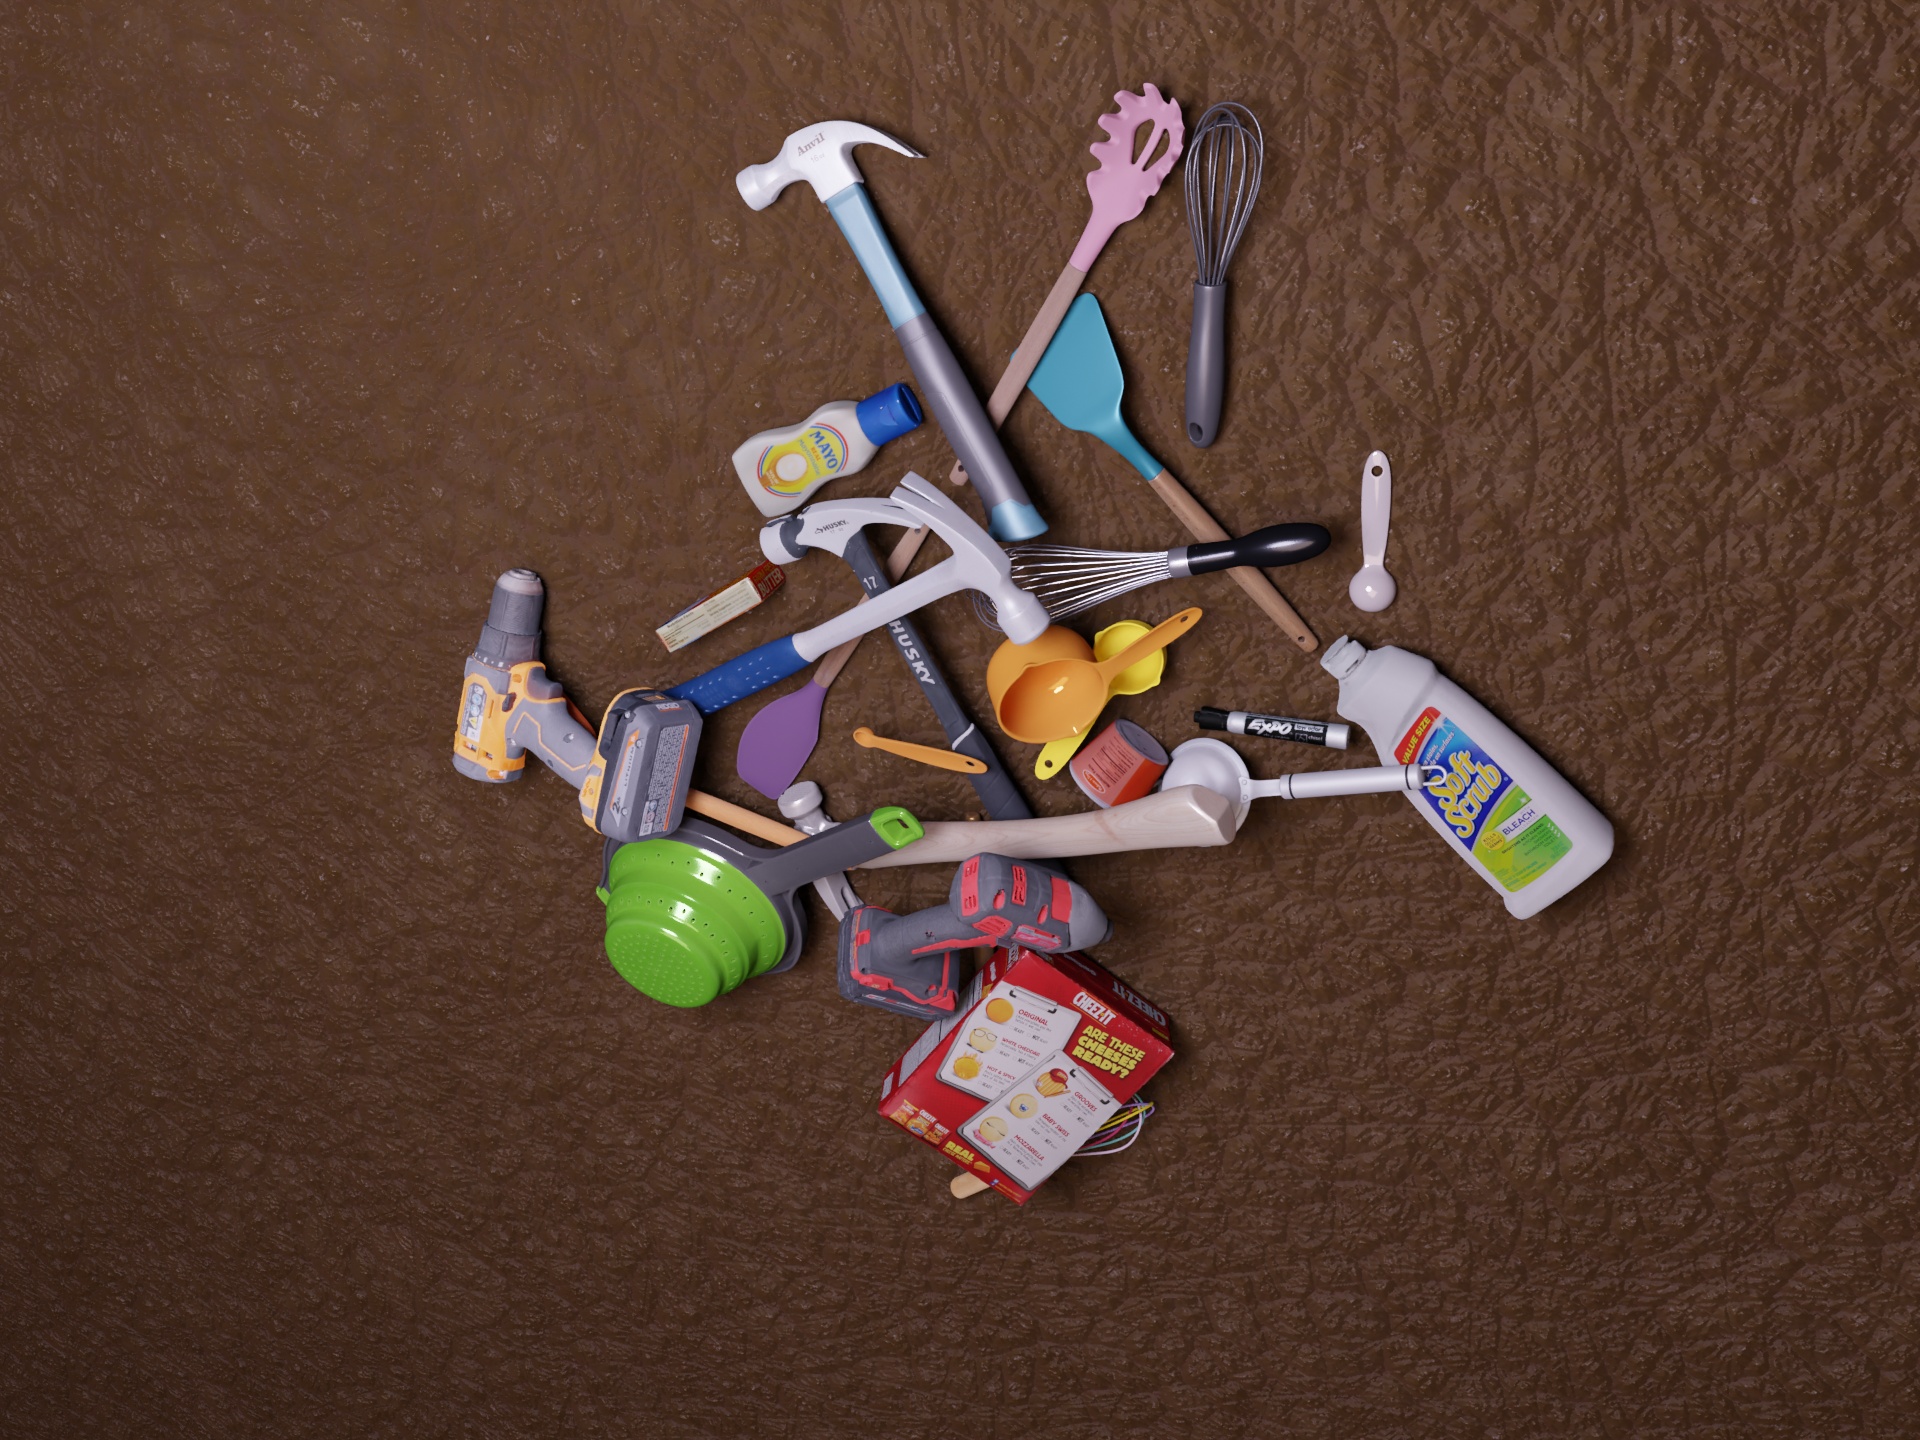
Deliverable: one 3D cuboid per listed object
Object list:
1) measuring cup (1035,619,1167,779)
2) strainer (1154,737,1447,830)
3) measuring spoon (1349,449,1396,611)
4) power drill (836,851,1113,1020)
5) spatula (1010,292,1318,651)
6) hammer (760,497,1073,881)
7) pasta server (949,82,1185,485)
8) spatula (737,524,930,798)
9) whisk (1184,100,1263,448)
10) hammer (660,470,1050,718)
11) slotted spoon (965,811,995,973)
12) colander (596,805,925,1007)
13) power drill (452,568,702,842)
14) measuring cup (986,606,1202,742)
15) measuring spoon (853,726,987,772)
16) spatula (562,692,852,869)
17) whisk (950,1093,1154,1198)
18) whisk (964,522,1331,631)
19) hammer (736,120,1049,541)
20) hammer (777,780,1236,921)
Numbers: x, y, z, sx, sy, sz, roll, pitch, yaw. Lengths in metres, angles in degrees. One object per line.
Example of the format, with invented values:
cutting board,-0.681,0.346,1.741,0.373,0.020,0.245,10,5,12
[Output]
measuring cup,0.108,-0.015,1.262,0.062,0.029,0.156,39,116,7
strainer,0.245,0.050,1.226,0.258,0.050,0.087,-7,83,32
measuring spoon,0.302,-0.135,1.159,0.034,0.018,0.124,2,116,15
power drill,0.011,0.173,1.277,0.143,0.079,0.219,21,146,-33
spatula,0.164,-0.170,1.180,0.082,0.044,0.317,-36,107,30
hammer,-0.002,-0.004,1.279,0.149,0.036,0.408,-12,120,36
pasta server,0.067,-0.297,1.126,0.060,0.040,0.316,38,119,11
spatula,-0.106,-0.052,1.320,0.060,0.018,0.315,36,121,0
whisk,0.176,-0.300,1.097,0.055,0.055,0.238,7,123,12
hammer,-0.119,-0.065,1.241,0.405,0.035,0.144,-22,115,42
slotted spoon,0.025,0.222,1.419,0.070,0.031,0.313,-1,114,10
colander,-0.187,0.160,1.352,0.397,0.095,0.204,-23,116,40
power drill,-0.327,-0.013,1.336,0.226,0.084,0.185,22,106,27
measuring cup,0.099,-0.052,1.206,0.173,0.052,0.095,-31,136,9
measuring spoon,-0.032,0.023,1.289,0.117,0.011,0.021,14,143,17
spatula,-0.235,0.061,1.384,0.322,0.041,0.081,21,119,10
whisk,0.080,0.399,1.486,0.245,0.047,0.051,-33,105,31
whisk,0.133,-0.112,1.179,0.284,0.070,0.070,-8,114,27
hammer,-0.030,-0.275,1.147,0.128,0.033,0.331,-25,98,22
hammer,0.035,0.104,1.290,0.411,0.038,0.146,-7,118,36
